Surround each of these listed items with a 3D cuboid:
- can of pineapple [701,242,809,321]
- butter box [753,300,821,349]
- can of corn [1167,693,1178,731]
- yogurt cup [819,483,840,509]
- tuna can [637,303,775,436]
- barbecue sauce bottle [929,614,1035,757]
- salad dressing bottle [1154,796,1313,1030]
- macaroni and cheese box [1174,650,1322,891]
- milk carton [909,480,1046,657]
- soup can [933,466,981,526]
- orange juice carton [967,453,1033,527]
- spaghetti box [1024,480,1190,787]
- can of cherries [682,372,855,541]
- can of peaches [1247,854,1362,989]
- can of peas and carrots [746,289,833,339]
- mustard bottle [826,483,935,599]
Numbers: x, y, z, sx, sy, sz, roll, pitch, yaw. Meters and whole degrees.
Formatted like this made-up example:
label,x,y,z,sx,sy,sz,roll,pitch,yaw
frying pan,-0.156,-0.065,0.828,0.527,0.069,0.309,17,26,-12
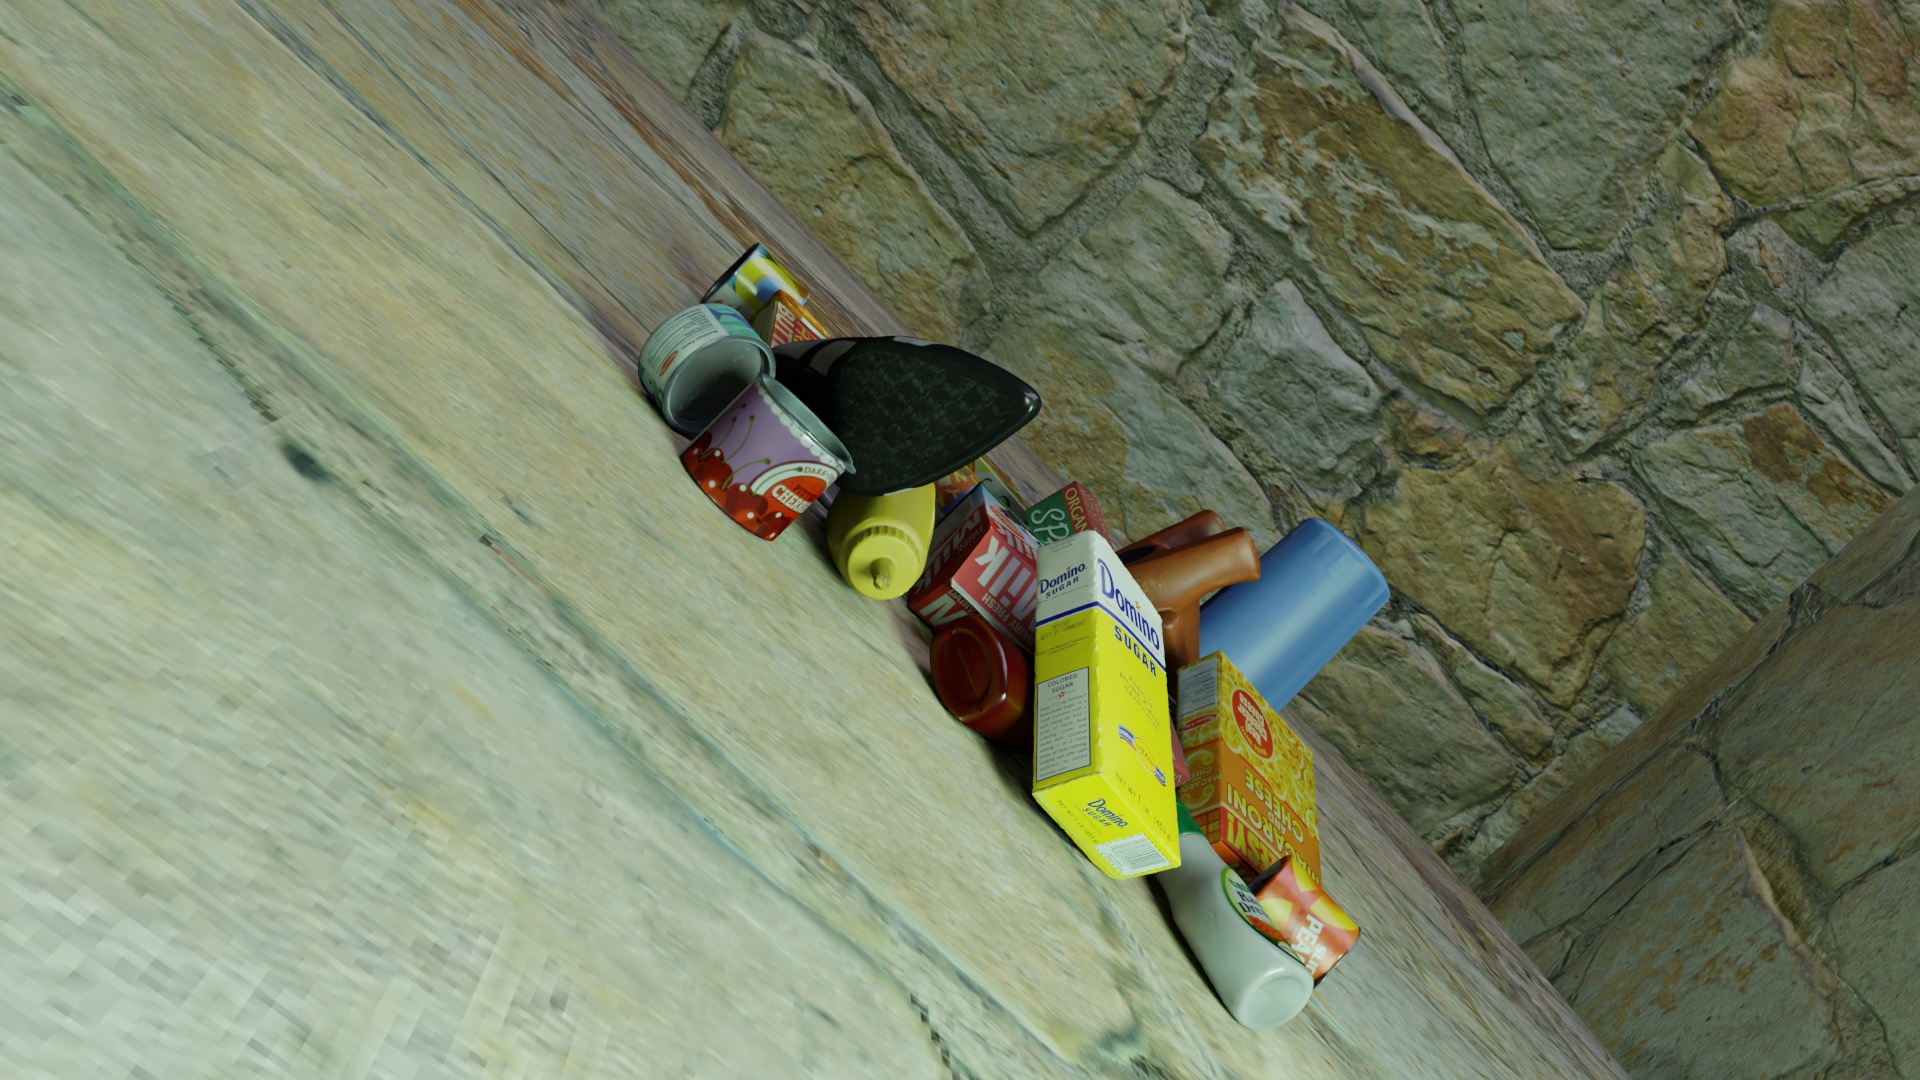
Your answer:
label,x,y,z,sx,sy,sz,roll,pitch,yaw
can of pineapple,-0.162,-0.196,1.110,0.058,0.071,0.071,44,8,-19
butter box,-0.118,-0.111,0.936,0.053,0.024,0.104,41,33,-33
can of corn,0.128,0.135,0.983,0.071,0.058,0.071,45,8,-7
yogurt cup,-0.060,-0.045,0.903,0.072,0.072,0.054,46,0,0
tuna can,-0.133,-0.090,0.736,0.033,0.071,0.071,50,8,30
barbecue sauce bottle,0.040,0.095,0.783,0.148,0.043,0.065,38,24,-50
salad dressing bottle,0.137,0.198,0.762,0.064,0.044,0.148,39,10,-33
macaroni and cheese box,0.192,0.173,0.923,0.123,0.040,0.167,46,32,-25
milk carton,0.016,0.027,0.893,0.072,0.073,0.191,44,8,-10
soup can,0.004,-0.013,1.044,0.084,0.071,0.071,47,8,13
orange juice carton,0.029,-0.005,1.127,0.193,0.071,0.073,51,10,37
spaghetti box,0.096,0.063,0.955,0.028,0.050,0.251,39,28,-44
can of cherries,-0.097,-0.040,0.705,0.071,0.058,0.071,45,7,-7
can of peaches,0.187,0.225,0.803,0.058,0.071,0.071,47,8,12
can of peas and carrots,-0.135,-0.150,1.056,0.071,0.058,0.071,45,7,-7
mustard bottle,-0.045,-0.003,0.783,0.049,0.065,0.161,37,16,-16
